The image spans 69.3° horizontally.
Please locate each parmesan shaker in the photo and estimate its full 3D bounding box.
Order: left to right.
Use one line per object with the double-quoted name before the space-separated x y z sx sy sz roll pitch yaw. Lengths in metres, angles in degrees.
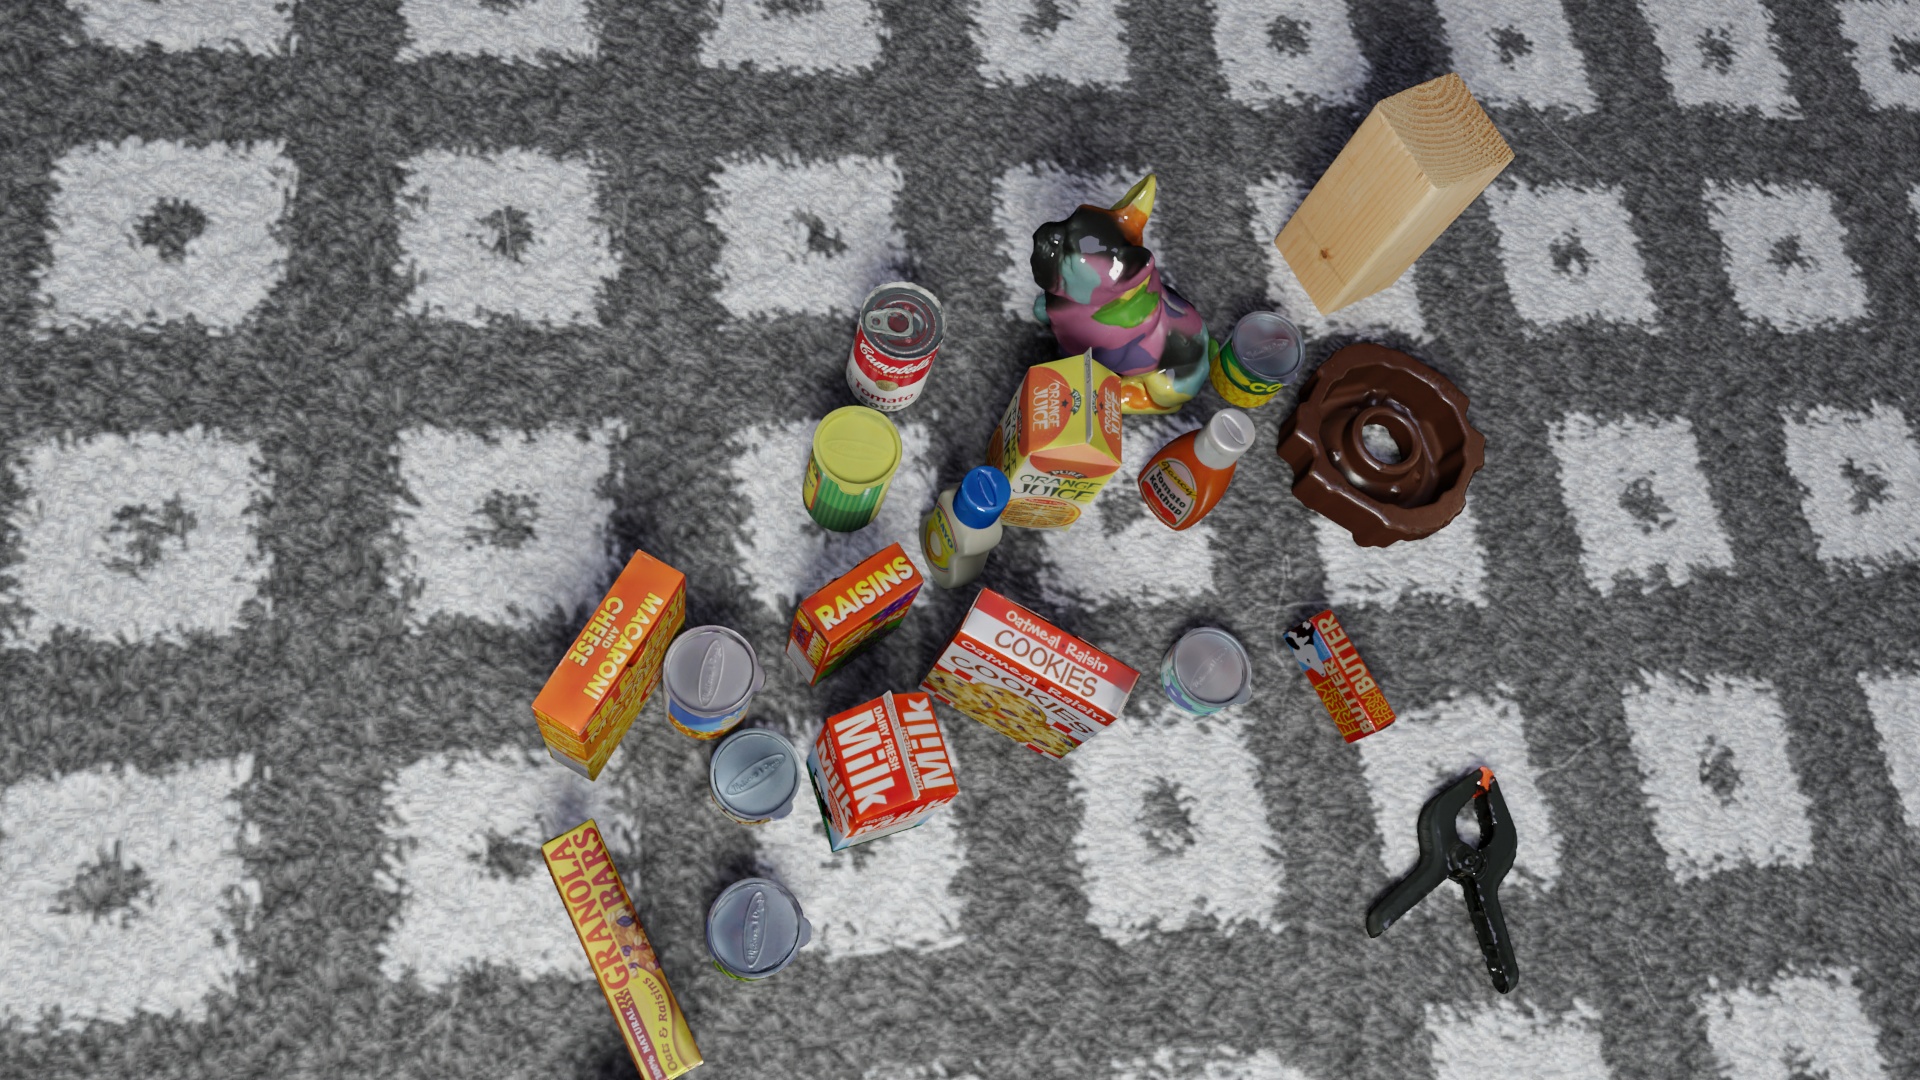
"parmesan shaker" -0.086 -0.050 1.067 0.071 0.102 0.071 4 70 -11

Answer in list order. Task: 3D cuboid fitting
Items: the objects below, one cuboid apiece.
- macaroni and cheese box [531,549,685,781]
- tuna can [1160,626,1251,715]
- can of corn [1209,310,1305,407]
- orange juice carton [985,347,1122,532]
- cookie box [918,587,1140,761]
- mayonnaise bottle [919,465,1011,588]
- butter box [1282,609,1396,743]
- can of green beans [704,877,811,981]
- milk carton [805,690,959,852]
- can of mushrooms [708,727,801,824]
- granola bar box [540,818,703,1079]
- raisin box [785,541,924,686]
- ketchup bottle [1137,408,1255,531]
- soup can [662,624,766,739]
"macaroni and cheese box" -0.235 0.089 0.949 0.040 0.165 0.124 30 67 0
"tuna can" 0.197 0.107 1.108 0.071 0.032 0.071 4 70 -11
"can of corn" 0.257 -0.154 1.203 0.071 0.058 0.071 4 70 -11
"orange juice carton" 0.073 -0.074 1.061 0.073 0.192 0.072 6 70 -10
"cookie box" 0.045 0.100 1.005 0.123 0.166 0.040 29 67 -1
"mayonnaise bottle" 0.004 -0.013 1.048 0.041 0.147 0.065 -18 75 -17
"butter box" 0.305 0.110 1.120 0.024 0.053 0.103 -25 77 -19
"can of green beans" -0.144 0.270 0.961 0.071 0.057 0.071 4 70 -11
"milk carton" -0.054 0.157 0.950 0.073 0.189 0.072 -14 74 -16
"can of mushrooms" -0.148 0.174 1.008 0.071 0.033 0.071 4 70 -11
"granola bar box" -0.221 0.273 0.907 0.039 0.123 0.166 -24 77 -19
"raisin box" -0.079 0.055 1.018 0.086 0.123 0.040 -33 80 -21
"ketchup bottle" 0.190 -0.060 1.105 0.044 0.148 0.065 -33 80 -21
"soup can" -0.178 0.104 1.000 0.071 0.083 0.071 4 70 -11
